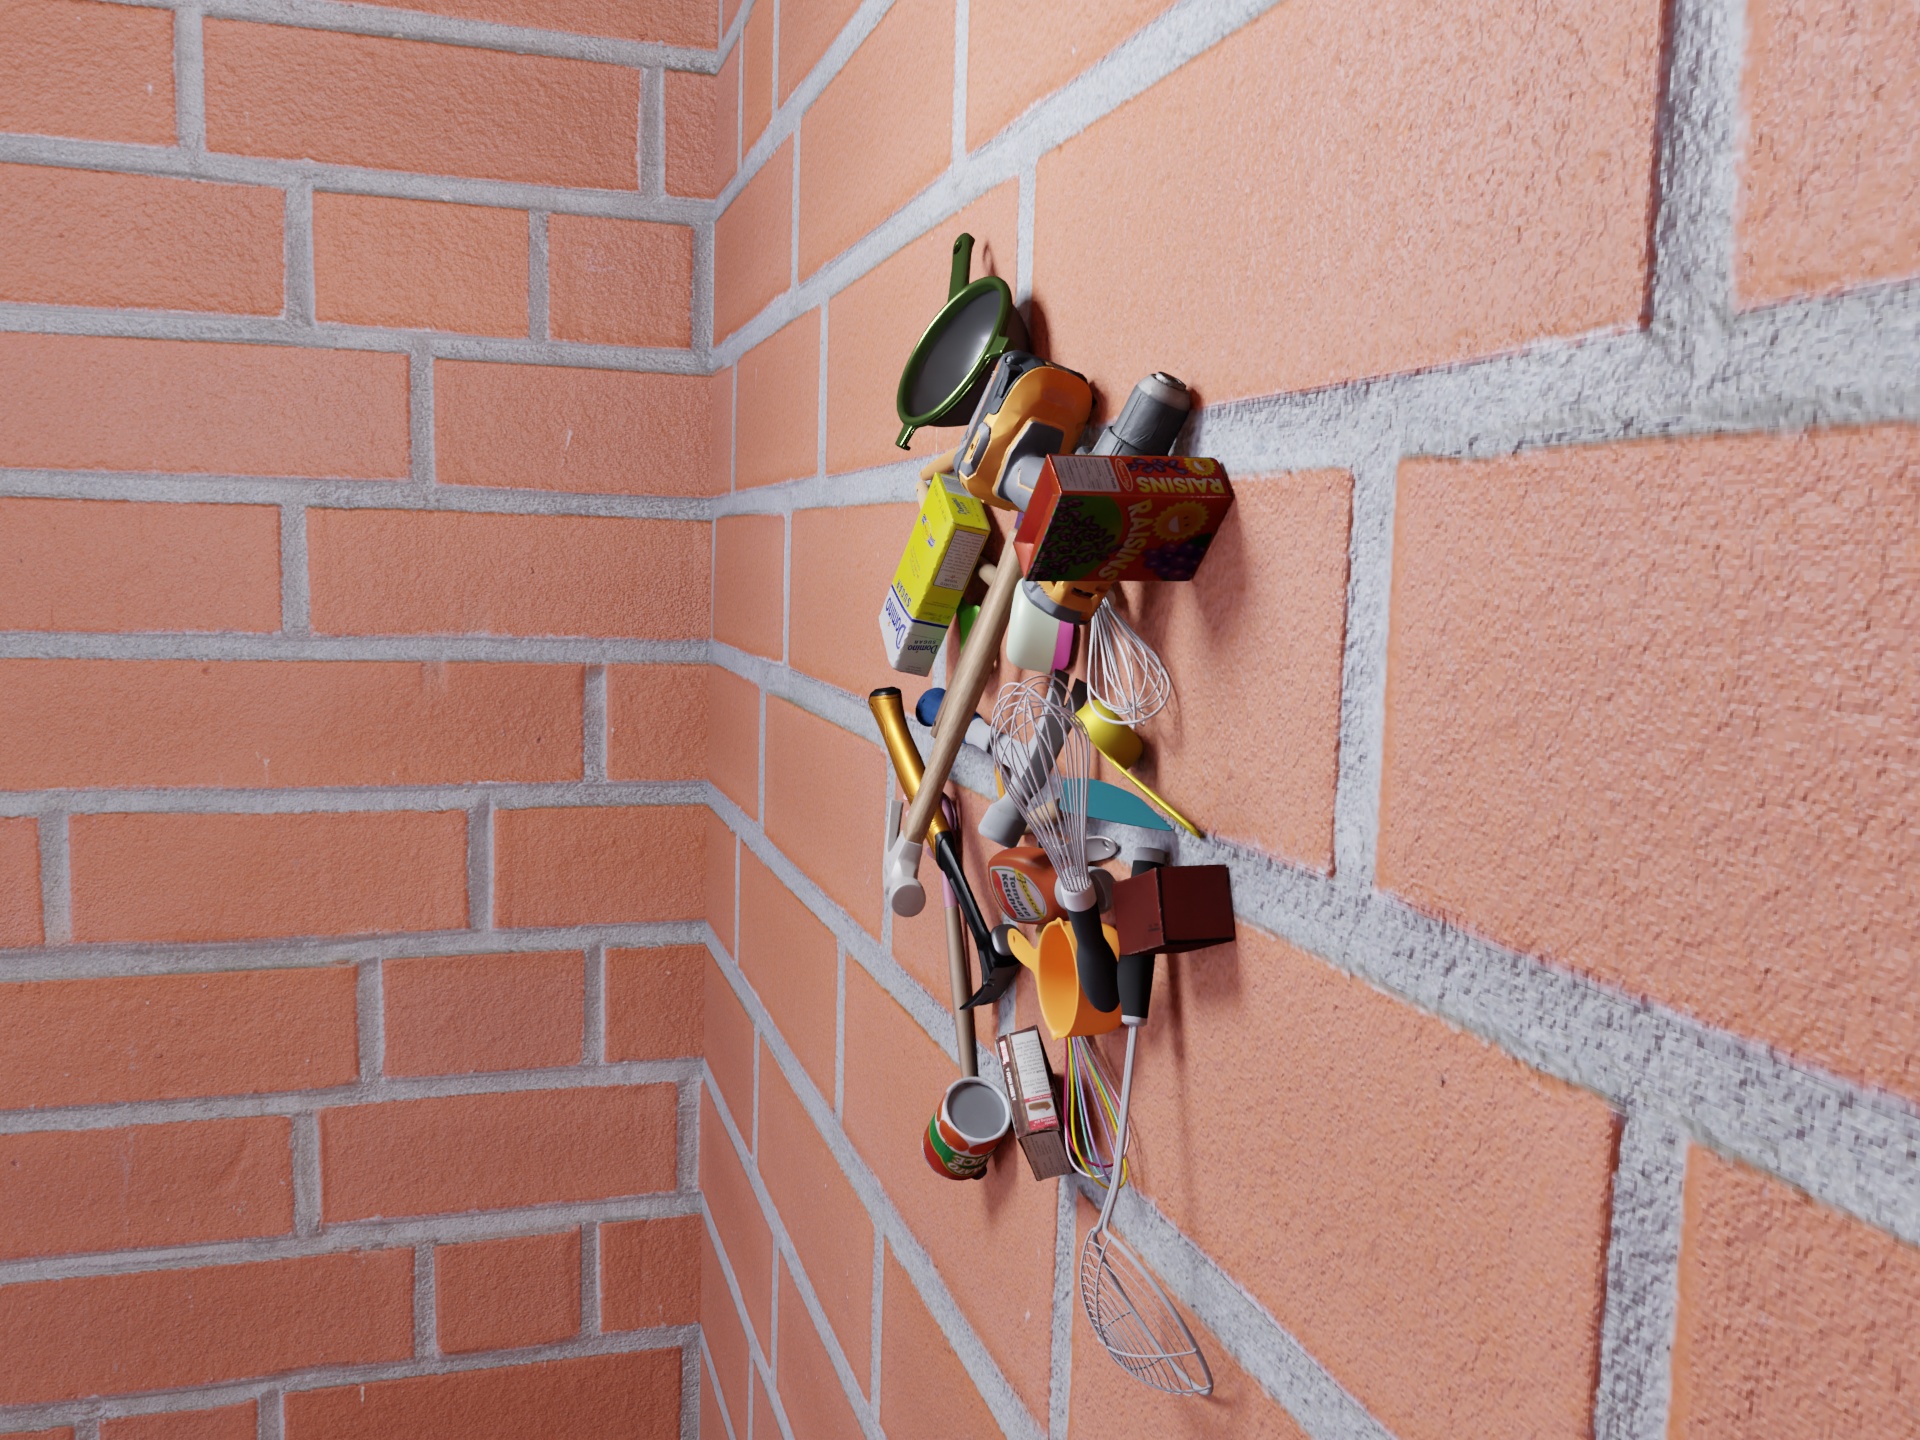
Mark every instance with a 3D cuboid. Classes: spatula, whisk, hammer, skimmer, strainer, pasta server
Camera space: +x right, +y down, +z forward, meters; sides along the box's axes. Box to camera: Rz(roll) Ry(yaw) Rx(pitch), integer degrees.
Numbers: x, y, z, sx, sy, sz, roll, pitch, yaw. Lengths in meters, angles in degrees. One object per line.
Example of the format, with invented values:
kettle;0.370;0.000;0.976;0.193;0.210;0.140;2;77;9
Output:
spatula;0.008;-0.255;1.534;0.323;0.041;0.081;-172;84;-76
whisk;0.090;0.255;1.246;0.245;0.047;0.051;-103;20;-44
spatula;0.081;0.078;1.260;0.317;0.082;0.044;139;140;-74
hammer;0.020;0.007;1.425;0.144;0.035;0.406;-62;15;1
spatula;0.033;-0.116;1.384;0.060;0.018;0.315;-114;40;-54
hammer;-0.024;0.109;1.526;0.127;0.034;0.337;112;142;-50
skimmer;0.142;0.273;1.104;0.127;0.090;0.363;144;134;-74
strainer;0.016;-0.350;1.437;0.151;0.069;0.257;-37;35;36
whisk;0.105;-0.083;1.191;0.247;0.059;0.057;-103;-6;-46
whisk;0.075;0.092;1.086;0.070;0.070;0.284;-121;12;-58
hammer;-0.002;-0.004;1.350;0.130;0.031;0.331;-121;50;-72
pasta server;-0.013;0.213;1.576;0.060;0.040;0.316;17;-116;-63

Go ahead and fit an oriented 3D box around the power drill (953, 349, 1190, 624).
power drill;0.083;-0.200;1.182;0.185;0.084;0.226;-63;29;24

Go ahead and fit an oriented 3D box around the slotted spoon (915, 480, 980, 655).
slotted spoon;-0.011;-0.149;1.585;0.314;0.031;0.070;-107;28;-47

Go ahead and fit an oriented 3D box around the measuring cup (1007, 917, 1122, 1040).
measuring cup;0.084;0.190;1.248;0.174;0.052;0.095;-154;65;-73

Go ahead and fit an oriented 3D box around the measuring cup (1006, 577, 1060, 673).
measuring cup;0.060;-0.107;1.274;0.168;0.038;0.083;-85;3;-47

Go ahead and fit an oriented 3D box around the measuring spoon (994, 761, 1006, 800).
measuring spoon;0.041;0.068;1.417;0.117;0.011;0.021;-100;13;-58

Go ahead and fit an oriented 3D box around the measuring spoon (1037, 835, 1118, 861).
measuring spoon;0.098;0.101;1.266;0.034;0.018;0.124;57;156;-5

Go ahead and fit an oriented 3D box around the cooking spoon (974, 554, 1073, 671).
cooking spoon;0.042;-0.117;1.430;0.319;0.017;0.068;-128;43;-63

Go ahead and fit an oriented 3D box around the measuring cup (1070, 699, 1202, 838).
measuring cup;0.132;0.034;1.128;0.029;0.062;0.157;-44;42;0
